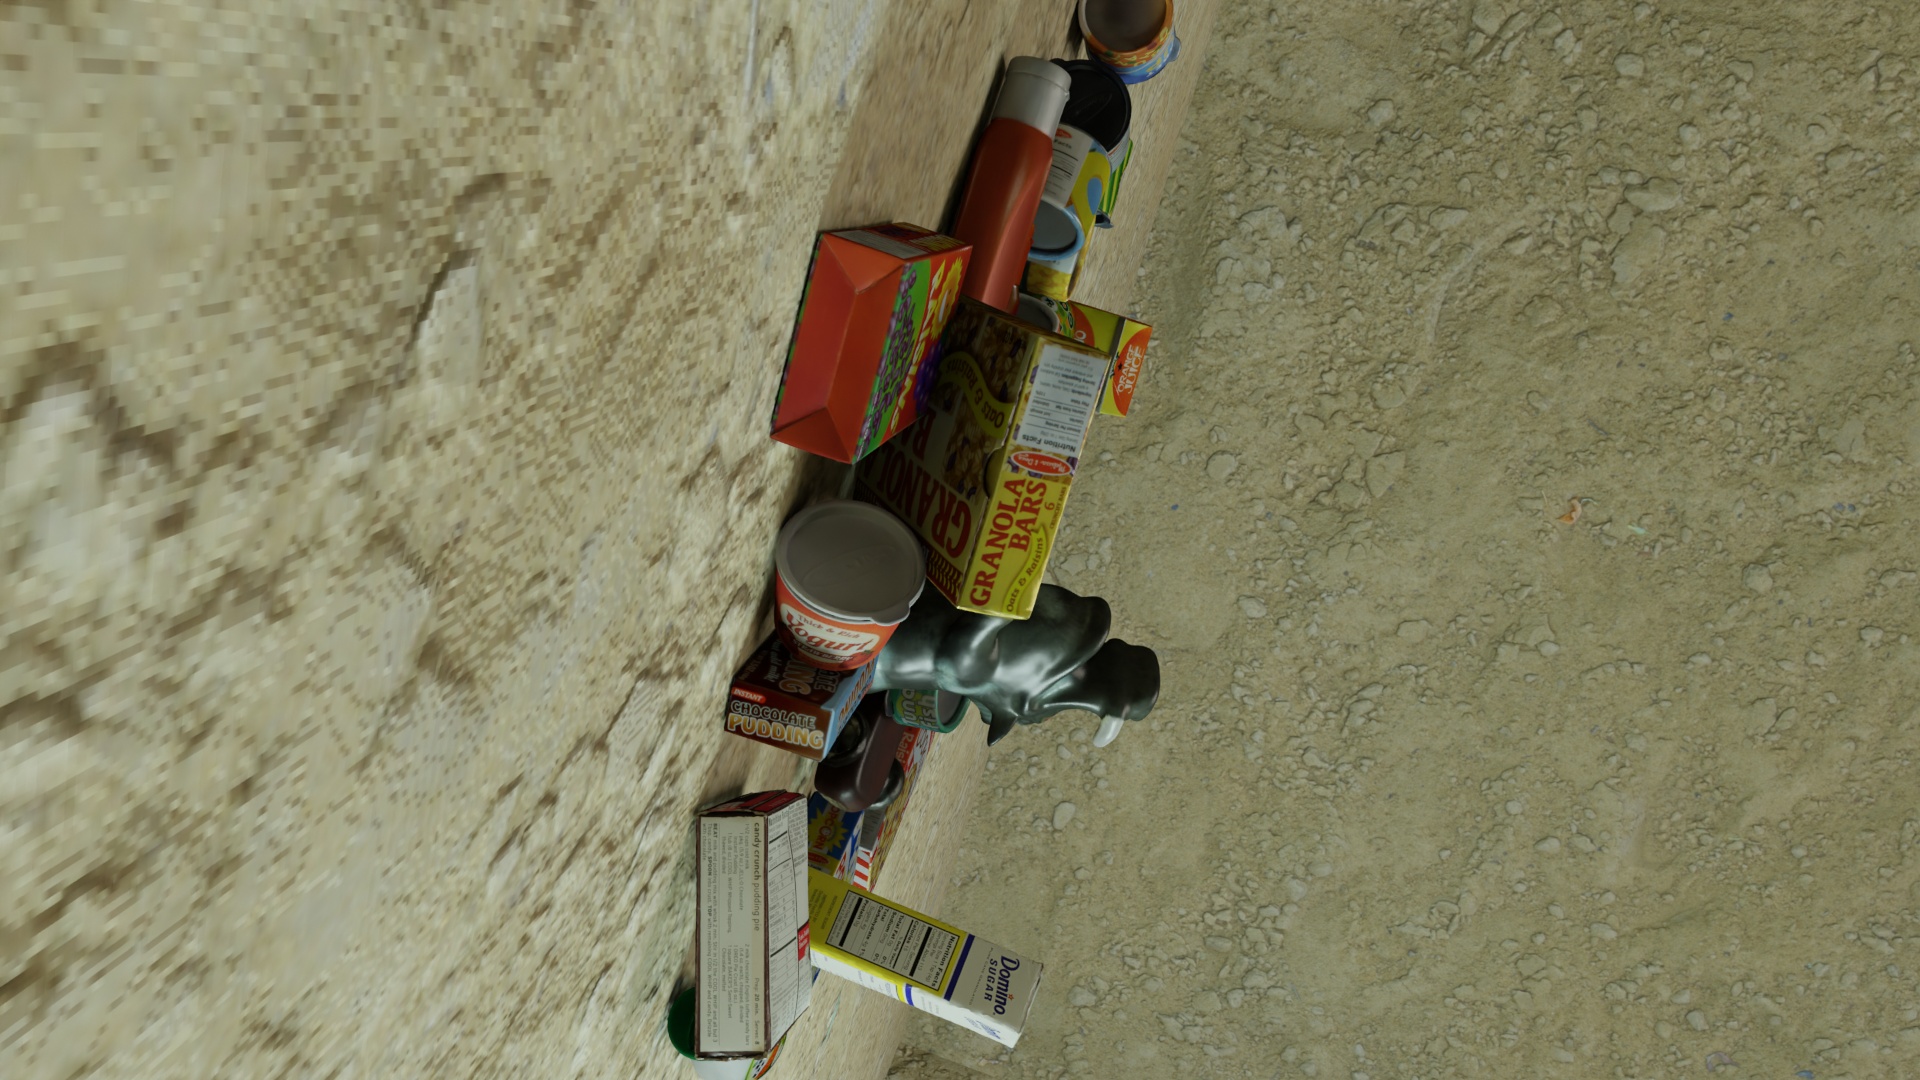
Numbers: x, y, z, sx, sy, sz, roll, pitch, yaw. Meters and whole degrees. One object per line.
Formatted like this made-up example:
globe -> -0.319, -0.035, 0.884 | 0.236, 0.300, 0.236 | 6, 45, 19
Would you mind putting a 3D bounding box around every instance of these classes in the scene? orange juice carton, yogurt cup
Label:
orange juice carton -> 0.090, -0.145, 1.068 | 0.193, 0.073, 0.071 | -126, -128, -73
yogurt cup -> -0.054, 0.023, 0.634 | 0.053, 0.072, 0.073 | 113, 1, -49

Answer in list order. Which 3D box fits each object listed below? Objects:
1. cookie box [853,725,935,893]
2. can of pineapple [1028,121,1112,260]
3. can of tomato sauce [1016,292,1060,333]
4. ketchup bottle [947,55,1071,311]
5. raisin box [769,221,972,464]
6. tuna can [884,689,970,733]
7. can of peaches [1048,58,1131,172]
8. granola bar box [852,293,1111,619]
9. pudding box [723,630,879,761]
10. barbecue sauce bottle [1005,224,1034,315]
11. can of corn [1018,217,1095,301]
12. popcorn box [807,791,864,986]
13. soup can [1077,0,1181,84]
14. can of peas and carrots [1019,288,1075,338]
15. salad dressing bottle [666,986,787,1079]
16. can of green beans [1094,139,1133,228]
cookie box -> -0.061, 0.199, 1.143 | 0.122, 0.040, 0.168 | 99, 12, -55
can of pineapple -> 0.055, -0.215, 0.862 | 0.070, 0.071, 0.058 | 93, 17, -66
can of tomato sauce -> 0.027, -0.113, 0.909 | 0.071, 0.071, 0.082 | -64, 169, -49
ketchup bottle -> 0.023, -0.190, 0.768 | 0.064, 0.043, 0.149 | 31, 77, -84
raisin box -> -0.035, -0.088, 0.592 | 0.124, 0.040, 0.085 | -49, 156, -71
tuna can -> -0.017, 0.086, 0.861 | 0.071, 0.033, 0.071 | 9, 91, -68
can of peaches -> 0.077, -0.274, 0.907 | 0.058, 0.071, 0.071 | 21, 88, -83
granola bar box -> 0.002, -0.050, 0.664 | 0.166, 0.039, 0.124 | 41, -64, 63
pudding box -> -0.073, 0.068, 0.657 | 0.084, 0.050, 0.030 | -56, 161, -67
barbecue sauce bottle -> 0.007, -0.121, 0.830 | 0.065, 0.044, 0.148 | -37, 144, -81
can of corn -> 0.054, -0.200, 0.938 | 0.071, 0.058, 0.071 | 15, 93, -83
popcorn box -> -0.101, 0.240, 0.936 | 0.126, 0.038, 0.085 | 101, 9, -46
soup can -> 0.121, -0.366, 0.985 | 0.084, 0.071, 0.071 | -33, 140, -79
can of peas and carrots -> 0.045, -0.144, 0.969 | 0.059, 0.071, 0.070 | -64, 170, -53
salad dressing bottle -> -0.128, 0.270, 0.769 | 0.147, 0.044, 0.064 | 84, 25, -68
can of green beans -> 0.082, -0.259, 0.970 | 0.071, 0.071, 0.058 | 18, 89, -83
